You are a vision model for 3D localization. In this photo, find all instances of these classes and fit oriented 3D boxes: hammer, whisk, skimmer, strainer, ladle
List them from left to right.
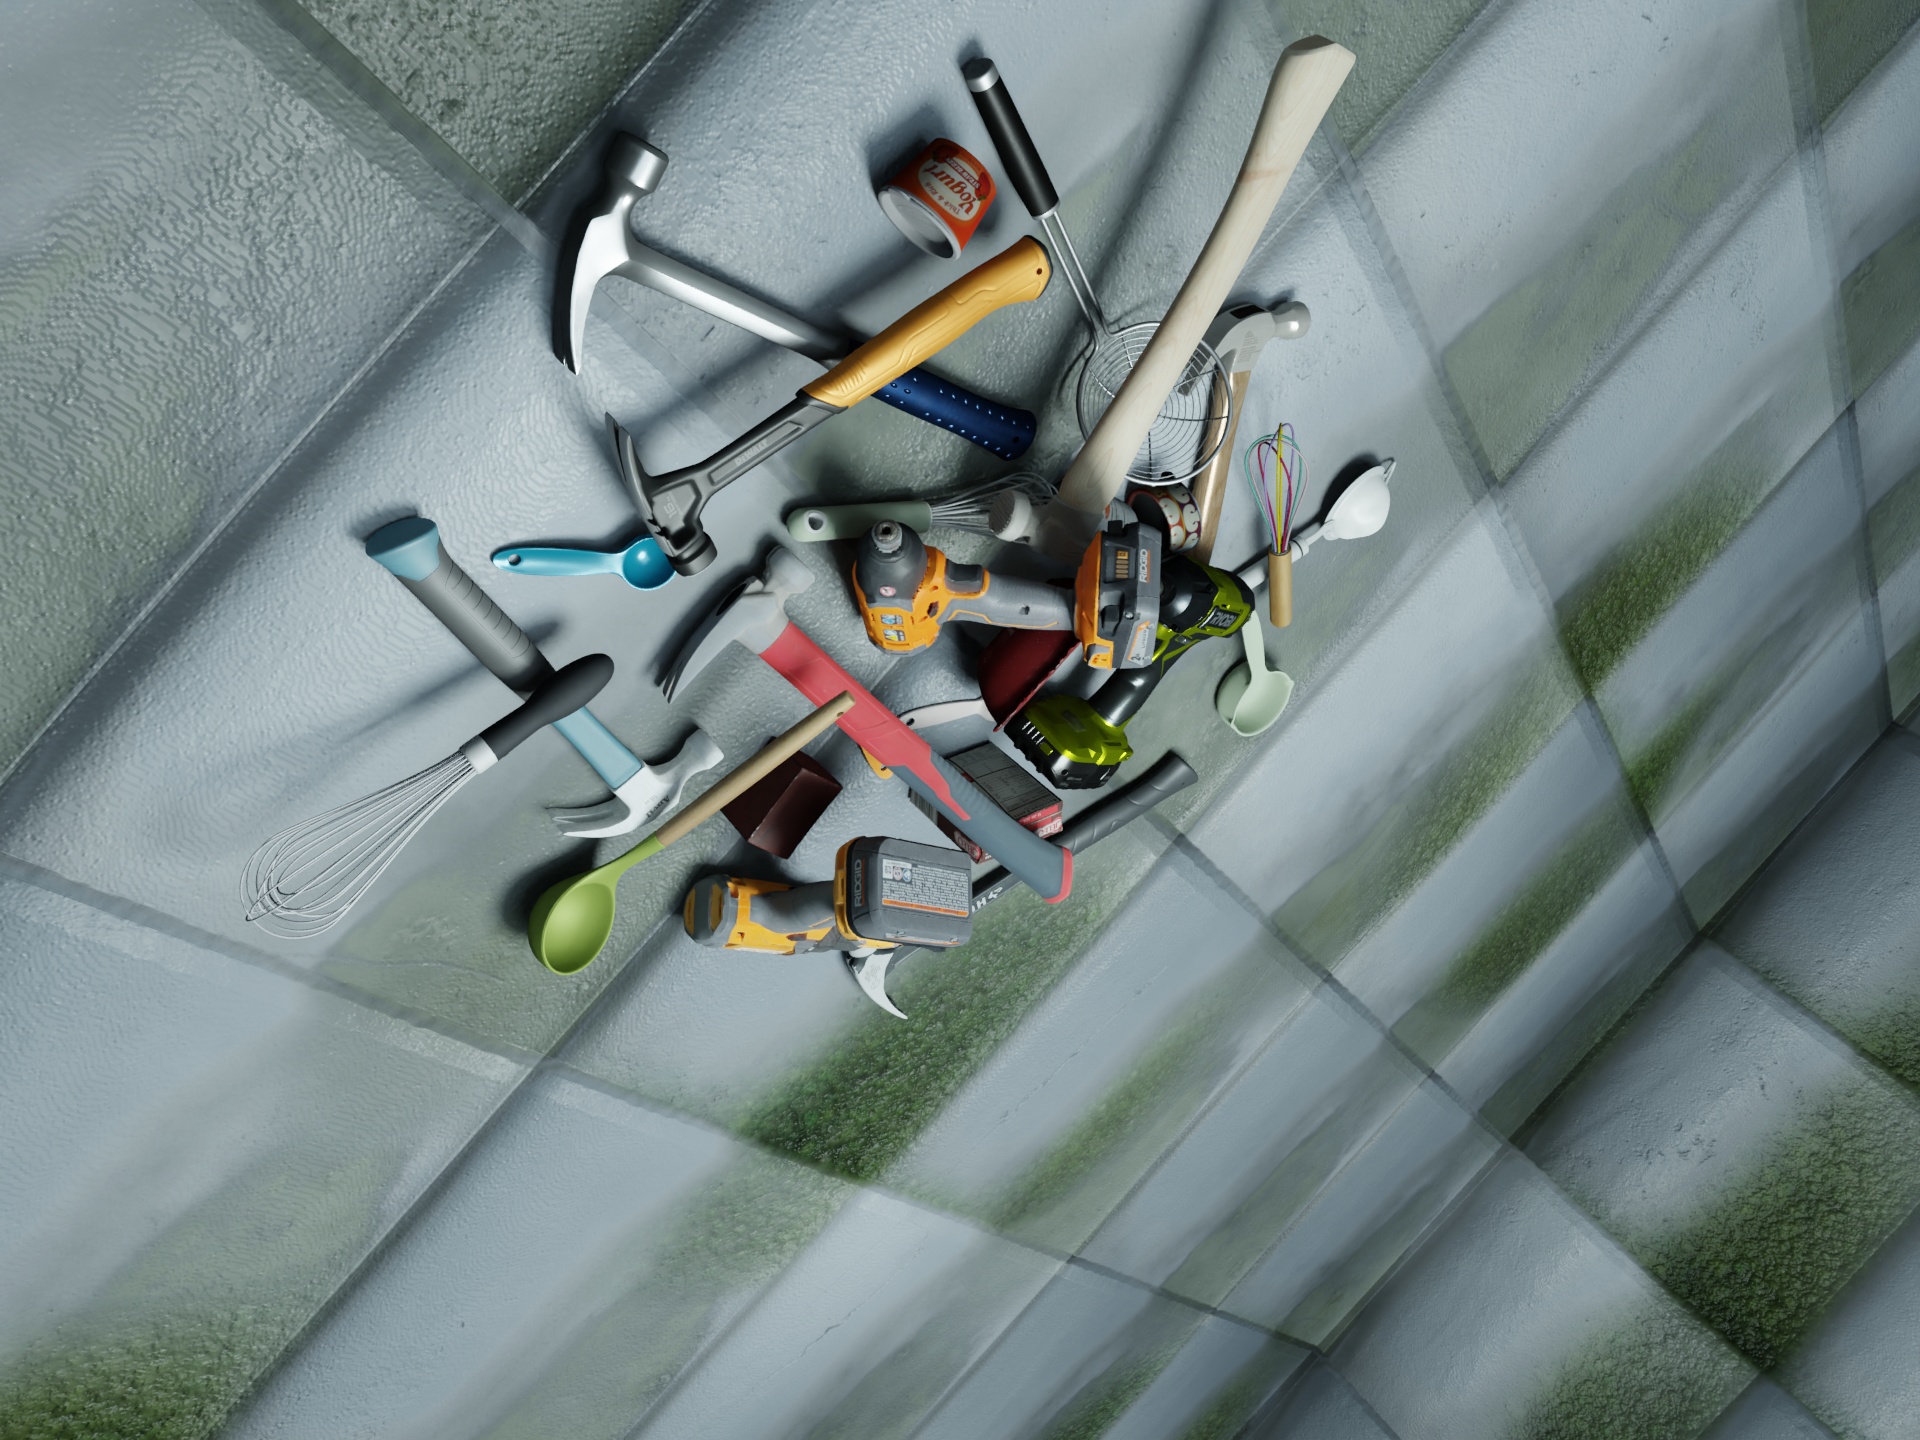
[{"bbox_3d":[-0.345,0.042,1.048,0.284,0.070,0.070,-39,139,-20],"label":"whisk"},{"bbox_3d":[-0.292,-0.026,1.107,0.128,0.033,0.330,-42,139,-8],"label":"hammer"},{"bbox_3d":[-0.200,0.084,1.196,0.320,0.062,0.078,-36,155,13],"label":"ladle"},{"bbox_3d":[-0.095,-0.250,1.092,0.405,0.035,0.144,14,111,-46],"label":"hammer"},{"bbox_3d":[-0.077,-0.234,1.067,0.337,0.034,0.127,-36,139,-13],"label":"hammer"},{"bbox_3d":[-0.053,0.038,1.253,0.143,0.038,0.386,-47,117,0],"label":"hammer"},{"bbox_3d":[-0.022,-0.158,1.226,0.246,0.059,0.058,-9,90,-31],"label":"whisk"},{"bbox_3d":[0.069,0.148,1.552,0.409,0.036,0.149,-30,138,-19],"label":"hammer"},{"bbox_3d":[0.100,-0.319,1.161,0.127,0.090,0.362,-41,139,-3],"label":"skimmer"},{"bbox_3d":[0.173,-0.292,1.166,0.146,0.038,0.410,14,118,-30],"label":"hammer"},{"bbox_3d":[0.217,-0.203,1.399,0.130,0.031,0.331,-17,131,-31],"label":"hammer"},{"bbox_3d":[0.286,-0.168,1.432,0.051,0.047,0.244,-20,140,-4],"label":"whisk"},{"bbox_3d":[0.331,-0.168,1.520,0.258,0.050,0.086,-32,152,-11],"label":"strainer"}]

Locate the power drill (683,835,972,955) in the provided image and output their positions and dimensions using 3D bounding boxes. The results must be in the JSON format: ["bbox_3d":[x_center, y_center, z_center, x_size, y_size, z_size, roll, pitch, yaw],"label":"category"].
[{"bbox_3d":[-0.090,0.156,1.308,0.185,0.226,0.084,16,67,-45],"label":"power drill"}]

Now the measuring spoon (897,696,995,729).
[{"bbox_3d":[-0.002,-0.004,1.381,0.124,0.018,0.034,-12,129,-33],"label":"measuring spoon"}]

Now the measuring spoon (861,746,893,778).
[{"bbox_3d":[-0.079,0.014,1.340,0.021,0.011,0.116,-37,142,-10],"label":"measuring spoon"}]

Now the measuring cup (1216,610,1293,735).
[{"bbox_3d":[0.282,-0.056,1.568,0.083,0.038,0.167,-33,136,-15],"label":"measuring cup"}]

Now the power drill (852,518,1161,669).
[{"bbox_3d":[0.033,-0.100,1.179,0.226,0.084,0.164,3,160,5],"label":"power drill"}]

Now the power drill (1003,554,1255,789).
[{"bbox_3d":[0.146,-0.046,1.382,0.223,0.080,0.171,-50,157,19],"label":"power drill"}]

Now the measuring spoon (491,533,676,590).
[{"bbox_3d":[-0.256,-0.112,1.086,0.128,0.021,0.042,-1,123,-29],"label":"measuring spoon"}]
